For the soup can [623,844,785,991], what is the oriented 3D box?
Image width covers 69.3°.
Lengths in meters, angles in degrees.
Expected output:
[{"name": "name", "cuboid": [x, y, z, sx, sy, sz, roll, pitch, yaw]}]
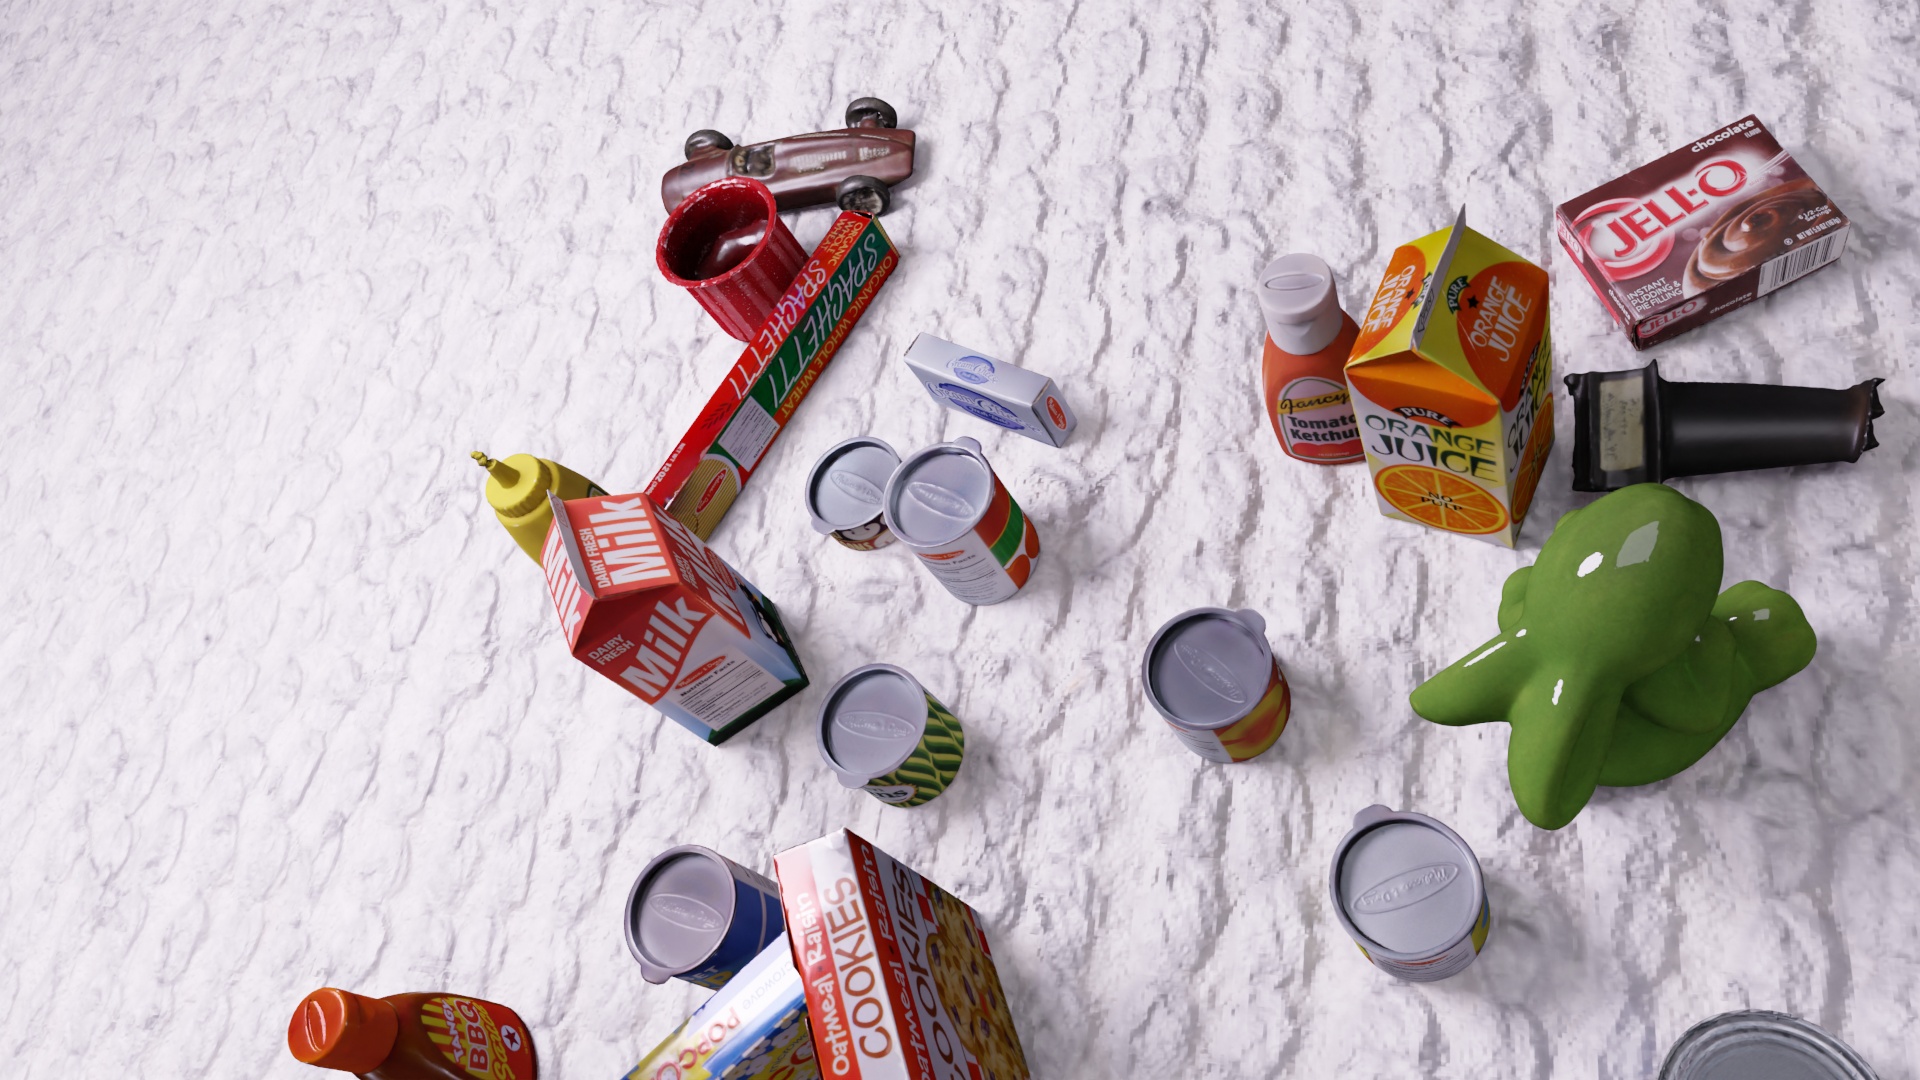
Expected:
[{"name": "soup can", "cuboid": [-0.130, 0.208, 0.741, 0.071, 0.083, 0.071, -10, 60, 19]}]

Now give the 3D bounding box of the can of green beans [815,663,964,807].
[{"name": "can of green beans", "cuboid": [-0.038, 0.109, 0.771, 0.071, 0.057, 0.071, -10, 60, 19]}]

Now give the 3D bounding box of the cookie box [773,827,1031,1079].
[{"name": "cookie box", "cuboid": [-0.021, 0.215, 0.639, 0.040, 0.167, 0.123, -26, 56, 9]}]

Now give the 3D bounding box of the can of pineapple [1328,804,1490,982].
[{"name": "can of pineapple", "cuboid": [0.206, 0.162, 0.635, 0.071, 0.057, 0.071, -10, 60, 19]}]

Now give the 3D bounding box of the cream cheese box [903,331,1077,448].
[{"name": "cream cheese box", "cuboid": [0.018, -0.093, 0.859, 0.104, 0.053, 0.024, 24, 75, 32]}]

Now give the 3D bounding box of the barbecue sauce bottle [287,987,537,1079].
[{"name": "barbecue sauce bottle", "cuboid": [-0.288, 0.269, 0.738, 0.043, 0.148, 0.065, -34, 55, 4]}]

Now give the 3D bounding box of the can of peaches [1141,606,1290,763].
[{"name": "can of peaches", "cuboid": [0.134, 0.074, 0.714, 0.071, 0.058, 0.071, -10, 60, 19]}]

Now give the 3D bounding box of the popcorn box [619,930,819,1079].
[{"name": "popcorn box", "cuboid": [-0.100, 0.255, 0.701, 0.127, 0.085, 0.038, -42, 55, -2]}]

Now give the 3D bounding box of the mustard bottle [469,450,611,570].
[{"name": "mustard bottle", "cuboid": [-0.250, -0.013, 0.867, 0.049, 0.159, 0.065, -15, 59, 16]}]

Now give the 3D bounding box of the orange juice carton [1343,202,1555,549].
[{"name": "orange juice carton", "cuboid": [0.238, -0.075, 0.668, 0.073, 0.192, 0.072, 17, 72, 30]}]

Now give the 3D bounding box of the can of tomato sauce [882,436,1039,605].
[{"name": "can of tomato sauce", "cuboid": [0.003, -0.010, 0.802, 0.071, 0.083, 0.071, -10, 60, 19]}]

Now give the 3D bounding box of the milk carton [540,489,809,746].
[{"name": "milk carton", "cuboid": [-0.168, 0.040, 0.784, 0.073, 0.190, 0.072, -34, 55, 4]}]

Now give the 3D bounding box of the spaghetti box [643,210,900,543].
[{"name": "spaghetti box", "cuboid": [-0.124, -0.112, 0.933, 0.029, 0.050, 0.250, 25, 75, 32]}]

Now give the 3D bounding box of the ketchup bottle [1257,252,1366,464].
[{"name": "ketchup bottle", "cuboid": [0.187, -0.093, 0.727, 0.064, 0.148, 0.044, -2, 63, 23]}]

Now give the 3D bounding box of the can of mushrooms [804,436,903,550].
[{"name": "can of mushrooms", "cuboid": [-0.063, -0.027, 0.870, 0.071, 0.033, 0.071, -10, 60, 19]}]
